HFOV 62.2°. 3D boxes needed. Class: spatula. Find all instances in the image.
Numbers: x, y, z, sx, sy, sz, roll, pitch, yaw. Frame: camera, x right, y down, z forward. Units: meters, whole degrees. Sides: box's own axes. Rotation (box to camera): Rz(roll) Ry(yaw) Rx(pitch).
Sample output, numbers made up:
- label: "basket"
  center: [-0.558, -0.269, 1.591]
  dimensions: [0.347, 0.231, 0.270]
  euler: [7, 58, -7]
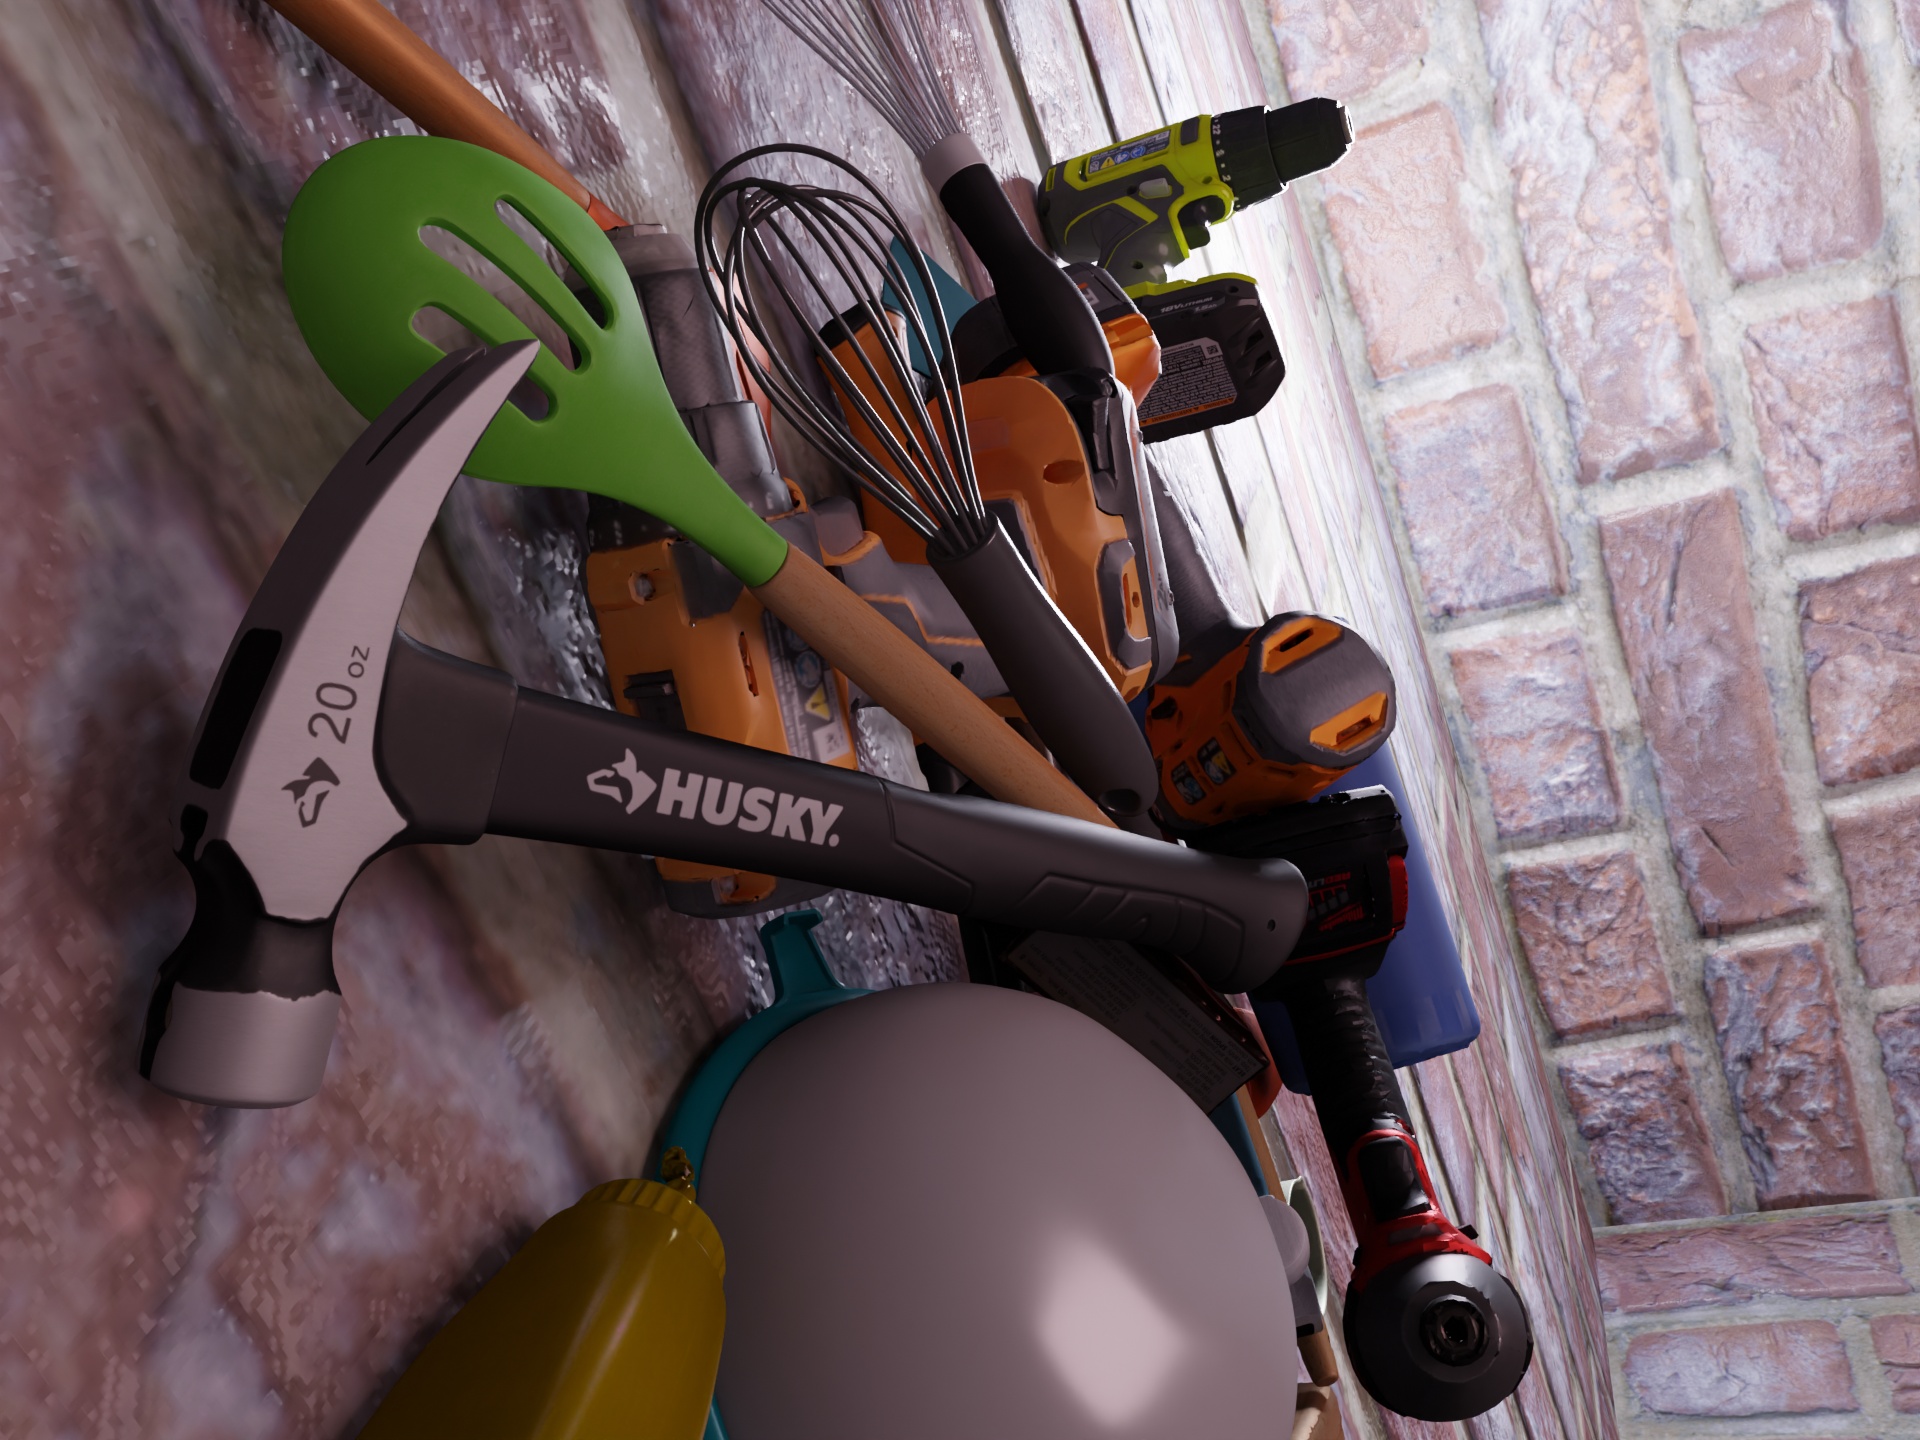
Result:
- label: "spatula"
  center: [0.042, -0.113, 0.829]
  dimensions: [0.317, 0.044, 0.082]
  euler: [58, 28, -48]
- label: "spatula"
  center: [-0.130, -0.149, 0.433]
  dimensions: [0.322, 0.041, 0.081]
  euler: [33, 48, -54]

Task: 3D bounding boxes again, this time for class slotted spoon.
- label: "slotted spoon"
  center: [-0.032, -0.028, 0.412]
  dimensions: [0.313, 0.031, 0.070]
  euler: [41, 66, -38]

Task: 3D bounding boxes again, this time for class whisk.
- label: "whisk"
  center: [-0.017, -0.236, 0.612]
  dimensions: [0.285, 0.070, 0.070]
  euler: [61, 19, 13]
- label: "whisk"
  center: [0.004, -0.051, 0.438]
  dimensions: [0.238, 0.055, 0.055]
  euler: [55, 30, -37]

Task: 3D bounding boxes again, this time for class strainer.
- label: "strainer"
  center: [0.072, 0.190, 0.460]
  dimensions: [0.340, 0.095, 0.211]
  euler: [38, 33, -21]

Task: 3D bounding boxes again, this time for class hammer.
- label: "hammer"
  center: [-0.013, 0.025, 0.396]
  dimensions: [0.334, 0.035, 0.146]
  euler: [16, 85, -44]
- label: "hammer"
  center: [0.096, 0.112, 0.704]
  dimensions: [0.128, 0.033, 0.331]
  euler: [69, 6, -47]
- label: "hammer"
  center: [-0.001, -0.002, 0.615]
  dimensions: [0.127, 0.034, 0.337]
  euler: [2, 73, -51]

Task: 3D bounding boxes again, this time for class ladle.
- label: "ladle"
  center: [0.126, 0.166, 0.764]
  dimensions: [0.316, 0.031, 0.069]
  euler: [-103, 167, -47]

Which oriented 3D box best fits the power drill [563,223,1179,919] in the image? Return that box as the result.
- label: "power drill"
  center: [-0.025, -0.061, 0.498]
  dimensions: [0.226, 0.084, 0.185]
  euler: [-25, 106, -51]

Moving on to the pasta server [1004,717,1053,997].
- label: "pasta server"
  center: [0.026, 0.024, 0.706]
  dimensions: [0.060, 0.040, 0.316]
  euler: [25, 50, -63]

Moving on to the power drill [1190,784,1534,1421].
- label: "power drill"
  center: [0.152, 0.145, 0.595]
  dimensions: [0.143, 0.078, 0.220]
  euler: [63, 14, -67]

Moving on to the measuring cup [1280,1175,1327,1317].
- label: "measuring cup"
  center: [0.157, 0.274, 0.857]
  dimensions: [0.167, 0.038, 0.083]
  euler: [48, 35, -46]

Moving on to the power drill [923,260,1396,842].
- label: "power drill"
  center: [0.070, -0.054, 0.661]
  dimensions: [0.226, 0.084, 0.164]
  euler: [58, -23, 11]

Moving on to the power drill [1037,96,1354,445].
- label: "power drill"
  center: [0.133, -0.272, 0.927]
  dimensions: [0.080, 0.190, 0.229]
  euler: [55, 35, -43]
